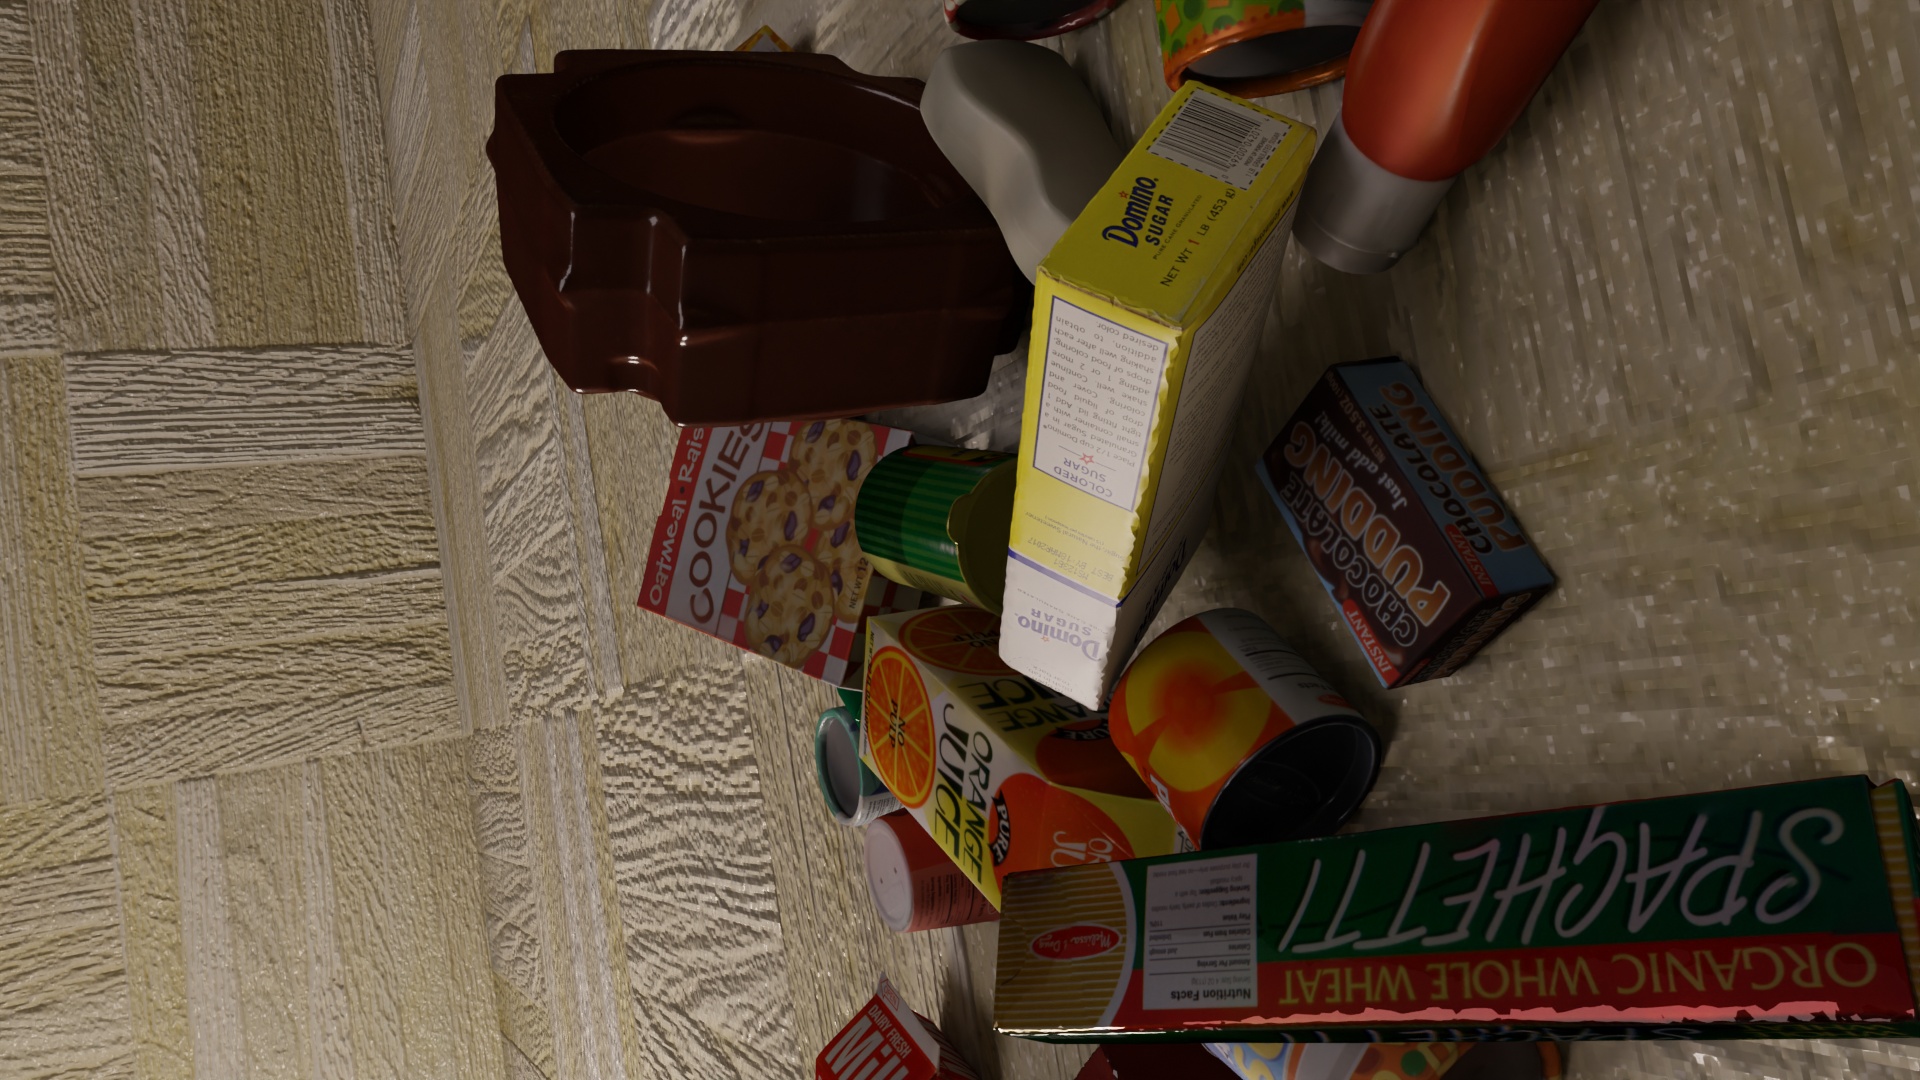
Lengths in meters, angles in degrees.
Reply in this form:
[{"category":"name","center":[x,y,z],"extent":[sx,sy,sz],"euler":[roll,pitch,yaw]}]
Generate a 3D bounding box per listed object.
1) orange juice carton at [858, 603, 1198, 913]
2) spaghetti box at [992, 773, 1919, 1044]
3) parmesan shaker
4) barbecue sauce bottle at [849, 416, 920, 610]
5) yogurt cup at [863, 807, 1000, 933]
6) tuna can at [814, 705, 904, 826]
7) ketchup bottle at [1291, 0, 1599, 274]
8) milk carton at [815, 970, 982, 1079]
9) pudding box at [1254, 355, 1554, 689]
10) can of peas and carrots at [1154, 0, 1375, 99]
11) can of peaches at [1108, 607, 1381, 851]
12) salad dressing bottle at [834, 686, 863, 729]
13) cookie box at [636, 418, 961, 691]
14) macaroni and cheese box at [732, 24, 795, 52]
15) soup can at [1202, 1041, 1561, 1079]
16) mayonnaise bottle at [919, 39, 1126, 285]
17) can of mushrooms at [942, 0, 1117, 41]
[{"category":"orange juice carton","center":[0.033,0.093,0.548],"extent":[0.193,0.073,0.071],"euler":[36,126,54]},{"category":"spaghetti box","center":[0.107,0.103,0.358],"extent":[0.249,0.028,0.050],"euler":[-19,56,42]},{"category":"parmesan shaker","center":[0.002,-0.007,0.587],"extent":[0.103,0.071,0.071],"euler":[13,108,61]},{"category":"barbecue sauce bottle","center":[-0.057,-0.002,0.729],"extent":[0.064,0.044,0.149],"euler":[-53,49,37]},{"category":"yogurt cup","center":[-0.011,0.154,0.665],"extent":[0.072,0.054,0.072],"euler":[24,117,58]},{"category":"tuna can","center":[-0.053,0.119,0.759],"extent":[0.071,0.033,0.071],"euler":[22,115,59]},{"category":"ketchup bottle","center":[0.127,-0.128,0.341],"extent":[0.043,0.065,0.148],"euler":[49,150,18]},{"category":"milk carton","center":[-0.029,0.322,0.713],"extent":[0.072,0.073,0.190],"euler":[28,120,58]},{"category":"pudding box","center":[0.124,-0.006,0.400],"extent":[0.084,0.030,0.049],"euler":[67,149,29]},{"category":"can of peas and carrots","center":[0.086,-0.164,0.400],"extent":[0.071,0.071,0.058],"euler":[-8,89,62]},{"category":"can of peaches","center":[0.087,0.065,0.443],"extent":[0.058,0.071,0.071],"euler":[52,139,46]},{"category":"salad dressing bottle","center":[-0.065,0.051,0.756],"extent":[0.148,0.044,0.064],"euler":[52,128,43]},{"category":"cookie box","center":[-0.087,-0.005,0.696],"extent":[0.167,0.040,0.123],"euler":[15,90,42]},{"category":"macaroni and cheese box","center":[-0.165,-0.205,0.789],"extent":[0.167,0.040,0.123],"euler":[-56,24,-15]},{"category":"soup can","center":[0.117,0.144,0.403],"extent":[0.084,0.071,0.071],"euler":[28,120,57]},{"category":"mayonnaise bottle","center":[0.040,-0.120,0.504],"extent":[0.148,0.065,0.041],"euler":[64,145,27]},{"category":"can of mushrooms","center":[0.024,-0.210,0.509],"extent":[0.071,0.071,0.033],"euler":[-9,89,62]}]
